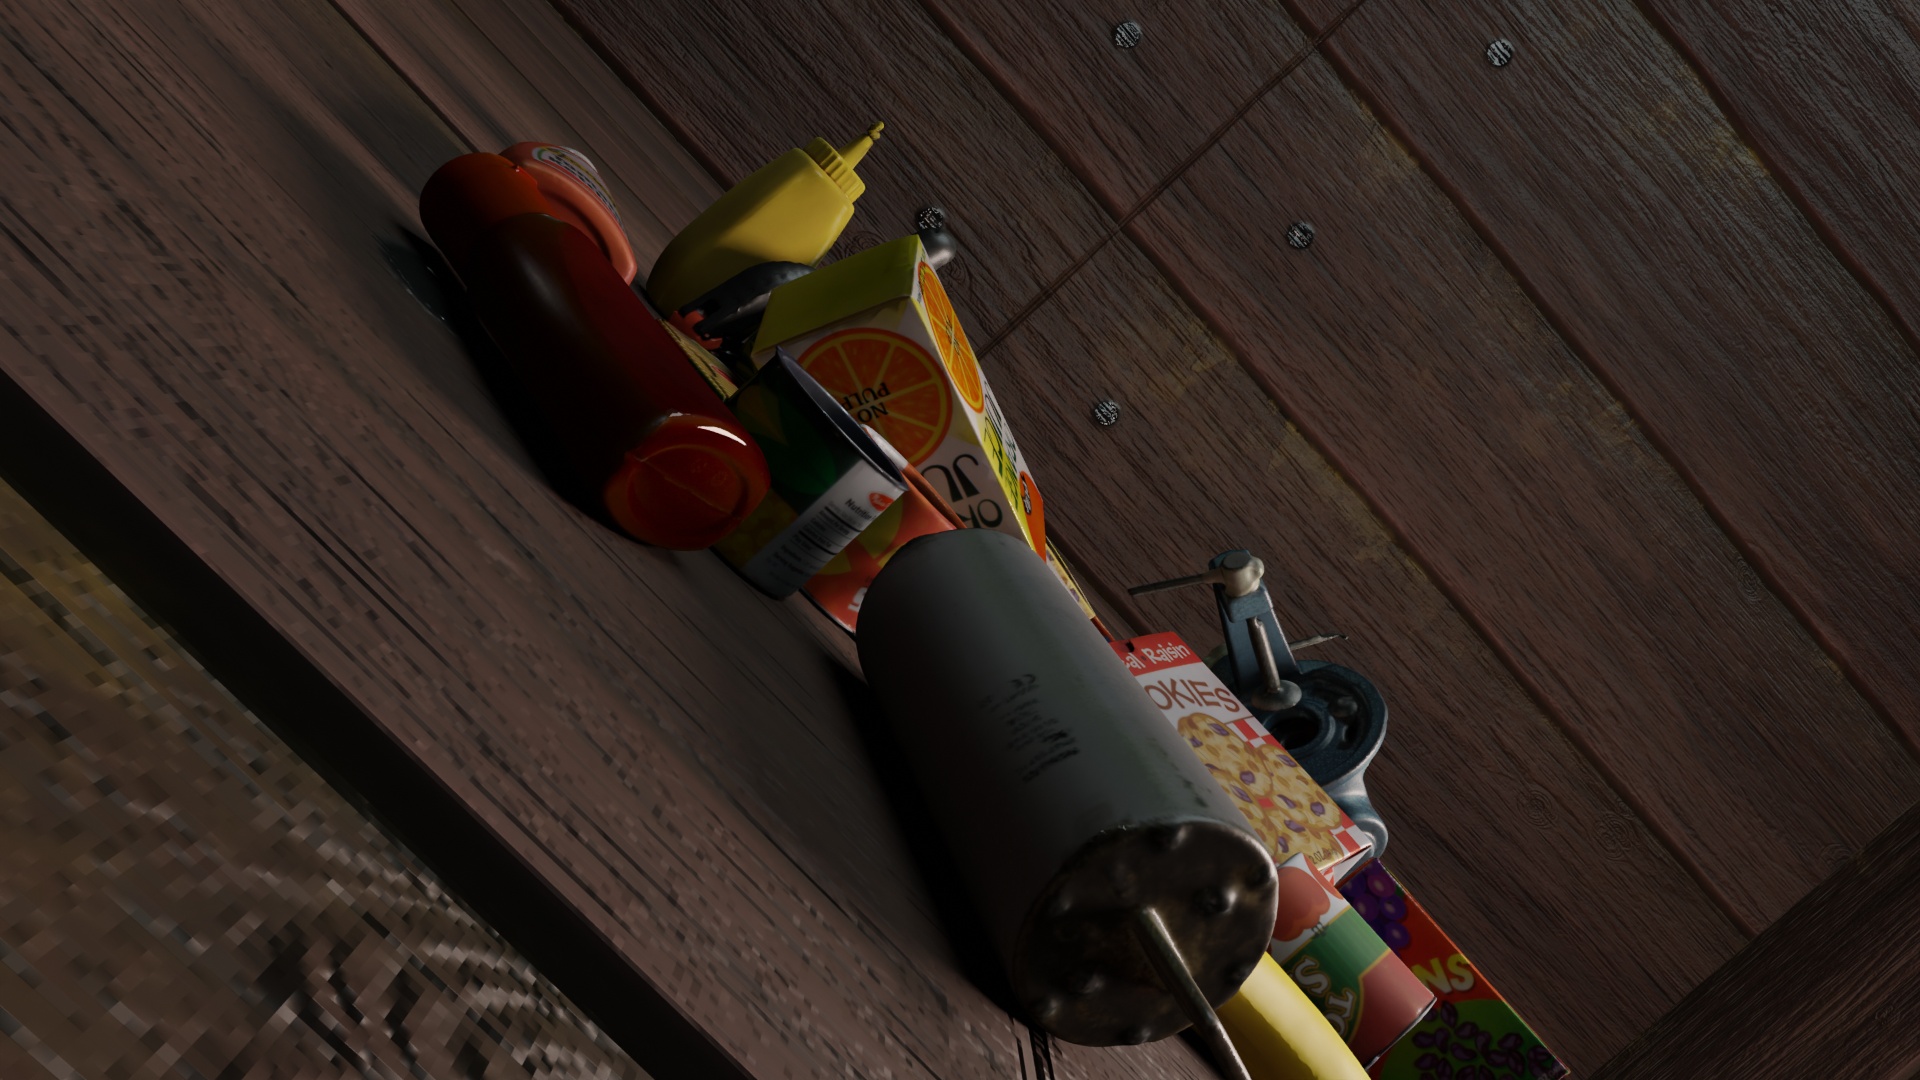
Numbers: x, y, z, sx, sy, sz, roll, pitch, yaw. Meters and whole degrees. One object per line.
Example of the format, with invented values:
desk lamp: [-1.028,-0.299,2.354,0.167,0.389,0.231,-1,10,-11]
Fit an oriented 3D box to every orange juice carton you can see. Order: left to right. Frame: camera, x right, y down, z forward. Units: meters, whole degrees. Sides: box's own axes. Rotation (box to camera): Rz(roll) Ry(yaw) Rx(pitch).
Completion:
orange juice carton: [-0.014,-0.030,0.621,0.072,0.073,0.192,-89,156,-58]

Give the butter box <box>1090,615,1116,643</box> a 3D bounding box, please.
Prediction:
butter box: [0.083,0.081,0.946,0.024,0.053,0.104,48,4,-22]

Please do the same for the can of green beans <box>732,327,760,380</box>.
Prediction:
can of green beans: [-0.079,-0.078,0.733,0.058,0.071,0.071,51,6,38]

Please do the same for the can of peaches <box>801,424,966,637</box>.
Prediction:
can of peaches: [-0.036,-0.002,0.546,0.071,0.058,0.071,47,4,-4]

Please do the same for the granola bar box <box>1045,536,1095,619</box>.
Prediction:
granola bar box: [0.003,-0.010,0.776,0.124,0.039,0.165,56,-8,-14]

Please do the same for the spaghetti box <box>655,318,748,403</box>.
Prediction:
spaghetti box: [-0.074,-0.035,0.650,0.050,0.028,0.250,49,5,21]

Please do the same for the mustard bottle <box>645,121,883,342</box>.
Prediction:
mustard bottle: [-0.101,-0.176,0.776,0.065,0.160,0.049,46,3,-38]

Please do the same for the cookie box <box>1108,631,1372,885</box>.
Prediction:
cookie box: [0.127,0.124,0.751,0.123,0.040,0.168,-4,45,-49]

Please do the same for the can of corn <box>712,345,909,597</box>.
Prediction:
can of corn: [-0.063,-0.024,0.484,0.071,0.058,0.071,47,5,-5]

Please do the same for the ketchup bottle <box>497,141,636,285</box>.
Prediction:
ketchup bottle: [-0.166,-0.135,0.569,0.064,0.043,0.149,45,5,-26]

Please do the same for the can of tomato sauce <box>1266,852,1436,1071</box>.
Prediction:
can of tomato sauce: [0.154,0.191,0.612,0.083,0.071,0.071,48,5,21]

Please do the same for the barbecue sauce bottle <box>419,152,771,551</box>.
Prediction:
barbecue sauce bottle: [-0.116,-0.063,0.418,0.149,0.043,0.064,49,5,29]

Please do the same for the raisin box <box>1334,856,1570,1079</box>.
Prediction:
raisin box: [0.204,0.224,0.650,0.124,0.086,0.040,50,-1,28]
